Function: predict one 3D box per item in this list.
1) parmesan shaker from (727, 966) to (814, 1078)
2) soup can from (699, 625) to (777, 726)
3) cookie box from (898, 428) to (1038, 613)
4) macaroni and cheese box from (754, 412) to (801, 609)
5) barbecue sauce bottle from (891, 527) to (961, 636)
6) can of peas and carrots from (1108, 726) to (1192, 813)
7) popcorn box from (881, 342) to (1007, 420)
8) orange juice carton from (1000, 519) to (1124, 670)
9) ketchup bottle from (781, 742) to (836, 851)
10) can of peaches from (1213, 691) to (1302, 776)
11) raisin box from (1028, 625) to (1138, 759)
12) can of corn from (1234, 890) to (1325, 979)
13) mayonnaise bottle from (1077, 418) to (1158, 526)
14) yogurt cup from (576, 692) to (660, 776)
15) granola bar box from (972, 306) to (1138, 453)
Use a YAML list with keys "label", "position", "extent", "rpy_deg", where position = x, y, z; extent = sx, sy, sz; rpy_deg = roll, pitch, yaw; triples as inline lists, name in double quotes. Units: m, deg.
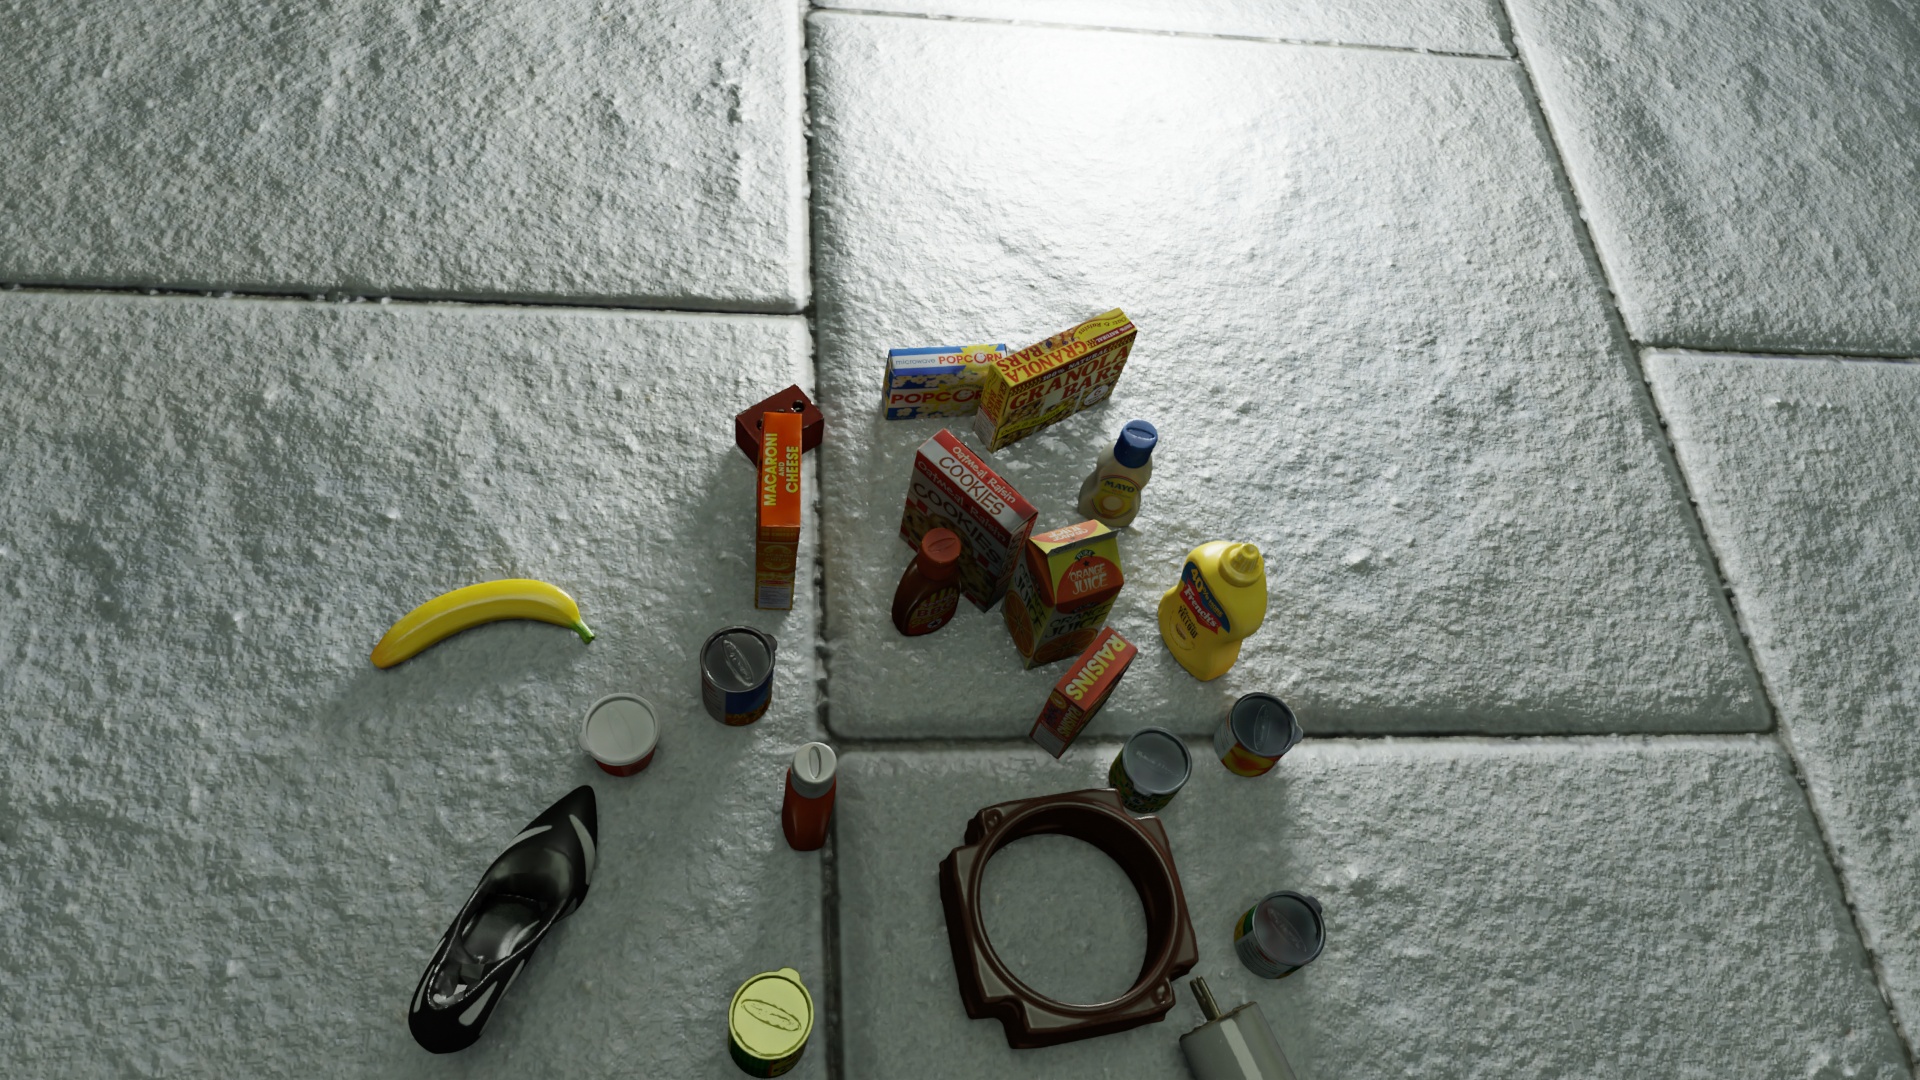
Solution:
- label: "parmesan shaker"
  position: [-0.152, 0.389, 1.119]
  extent: [0.071, 0.102, 0.071]
  rpy_deg: [4, 60, -7]
- label: "soup can"
  position: [-0.202, 0.124, 1.273]
  extent: [0.071, 0.083, 0.071]
  rpy_deg: [4, 60, -7]
- label: "cookie box"
  position: [0.005, -0.017, 1.340]
  extent: [0.123, 0.166, 0.040]
  rpy_deg: [42, 63, 14]
- label: "macaroni and cheese box"
  position: [-0.174, -0.025, 1.315]
  extent: [0.040, 0.165, 0.124]
  rpy_deg: [2, 61, -8]
- label: "barbecue sauce bottle"
  position: [-0.028, 0.039, 1.314]
  extent: [0.065, 0.147, 0.044]
  rpy_deg: [-20, 66, -19]
- label: "can of peas and carrots"
  position: [0.176, 0.217, 1.297]
  extent: [0.071, 0.058, 0.071]
  rpy_deg: [4, 60, -7]
- label: "popcorn box"
  position: [-0.017, -0.168, 1.470]
  extent: [0.127, 0.084, 0.038]
  rpy_deg: [-4, 62, -12]
- label: "orange juice carton"
  position: [0.097, 0.044, 1.306]
  extent: [0.072, 0.191, 0.073]
  rpy_deg: [-15, 64, -17]
- label: "ketchup bottle"
  position: [-0.130, 0.217, 1.194]
  extent: [0.043, 0.148, 0.065]
  rpy_deg: [-1, 61, -10]
- label: "can of peaches"
  position: [0.285, 0.188, 1.333]
  extent: [0.071, 0.057, 0.071]
  rpy_deg: [4, 60, -7]
- label: "raisin box"
  position: [0.113, 0.143, 1.292]
  extent: [0.040, 0.122, 0.086]
  rpy_deg: [39, 62, 13]
- label: "can of corn"
  position: [0.286, 0.351, 1.239]
  extent: [0.071, 0.058, 0.071]
  rpy_deg: [4, 60, -7]
- label: "mayonnaise bottle"
  position: [0.163, -0.068, 1.407]
  extent: [0.065, 0.147, 0.041]
  rpy_deg: [15, 60, -1]
- label: "yogurt cup"
  position: [-0.303, 0.177, 1.243]
  extent: [0.072, 0.053, 0.073]
  rpy_deg: [4, 60, -7]
- label: "granola bar box"
  position: [0.099, -0.168, 1.467]
  extent: [0.166, 0.123, 0.039]
  rpy_deg: [-27, 68, -22]
